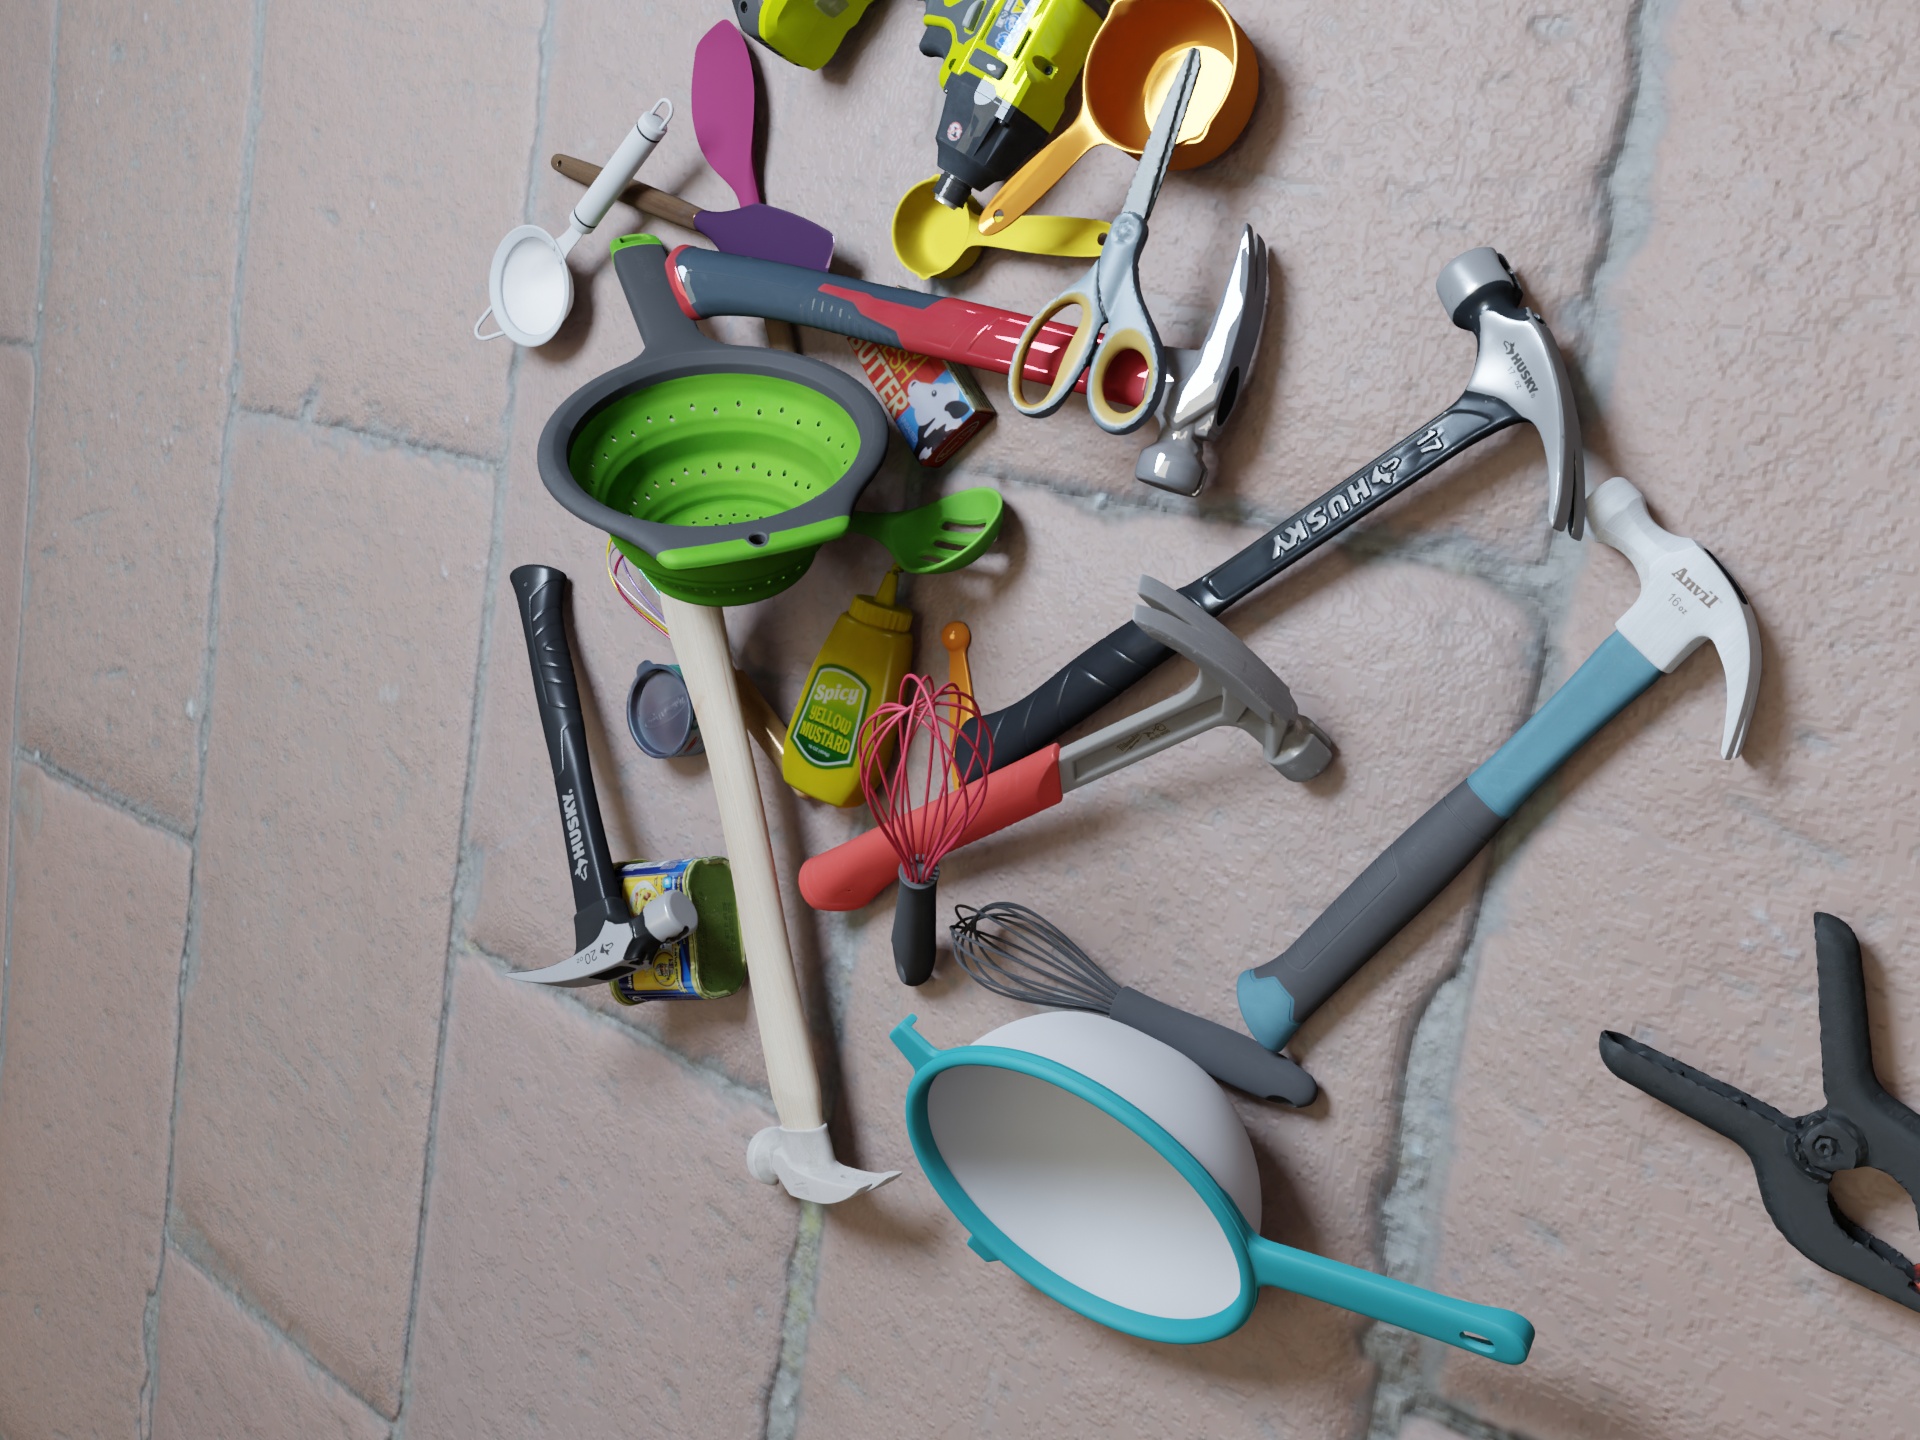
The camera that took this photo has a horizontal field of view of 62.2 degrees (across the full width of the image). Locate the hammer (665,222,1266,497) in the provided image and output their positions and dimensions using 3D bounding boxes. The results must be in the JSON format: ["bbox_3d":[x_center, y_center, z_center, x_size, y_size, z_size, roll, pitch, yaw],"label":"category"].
[{"bbox_3d":[-0.014,-0.245,0.925,0.386,0.038,0.143,21,95,28],"label":"hammer"}]

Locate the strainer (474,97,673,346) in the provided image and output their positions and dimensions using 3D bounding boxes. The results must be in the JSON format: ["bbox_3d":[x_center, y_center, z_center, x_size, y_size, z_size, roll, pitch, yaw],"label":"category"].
[{"bbox_3d":[-0.268,-0.347,1.124,0.258,0.050,0.087,-35,79,41],"label":"strainer"}]

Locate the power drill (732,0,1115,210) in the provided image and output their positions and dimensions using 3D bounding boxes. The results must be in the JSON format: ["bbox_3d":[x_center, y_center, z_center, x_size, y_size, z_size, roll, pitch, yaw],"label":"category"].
[{"bbox_3d":[-0.025,-0.415,0.934,0.223,0.080,0.171,39,106,26],"label":"power drill"}]

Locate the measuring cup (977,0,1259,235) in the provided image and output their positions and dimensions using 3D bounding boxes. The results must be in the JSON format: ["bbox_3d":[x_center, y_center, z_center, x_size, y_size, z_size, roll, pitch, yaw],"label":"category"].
[{"bbox_3d":[0.085,-0.319,0.870,0.173,0.052,0.095,-35,75,28],"label":"measuring cup"}]

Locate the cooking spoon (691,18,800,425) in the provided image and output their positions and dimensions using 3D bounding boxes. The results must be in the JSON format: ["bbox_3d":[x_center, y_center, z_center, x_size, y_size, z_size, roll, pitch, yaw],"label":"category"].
[{"bbox_3d":[-0.133,-0.314,1.059,0.069,0.017,0.319,-20,80,43],"label":"cooking spoon"}]

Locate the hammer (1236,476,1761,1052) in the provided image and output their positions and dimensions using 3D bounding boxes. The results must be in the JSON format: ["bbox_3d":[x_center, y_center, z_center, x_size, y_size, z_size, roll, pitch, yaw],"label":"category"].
[{"bbox_3d":[0.249,0.047,0.784,0.128,0.033,0.331,51,119,24],"label":"hammer"}]

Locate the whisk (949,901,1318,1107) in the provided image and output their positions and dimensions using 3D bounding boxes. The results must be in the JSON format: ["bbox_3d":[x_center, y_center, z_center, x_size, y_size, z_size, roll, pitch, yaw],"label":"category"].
[{"bbox_3d":[0.092,0.159,0.898,0.239,0.055,0.055,22,105,29],"label":"whisk"}]

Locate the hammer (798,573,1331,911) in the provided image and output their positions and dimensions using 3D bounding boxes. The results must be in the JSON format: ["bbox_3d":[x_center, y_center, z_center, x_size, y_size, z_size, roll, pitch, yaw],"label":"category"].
[{"bbox_3d":[0.023,0.038,0.908,0.359,0.149,0.037,-27,37,40],"label":"hammer"}]

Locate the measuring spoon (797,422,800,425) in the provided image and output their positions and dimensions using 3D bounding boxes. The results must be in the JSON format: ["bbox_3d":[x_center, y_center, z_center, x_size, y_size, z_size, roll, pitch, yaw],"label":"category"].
[{"bbox_3d":[-0.141,-0.188,1.064,0.124,0.018,0.034,4,88,42],"label":"measuring spoon"}]

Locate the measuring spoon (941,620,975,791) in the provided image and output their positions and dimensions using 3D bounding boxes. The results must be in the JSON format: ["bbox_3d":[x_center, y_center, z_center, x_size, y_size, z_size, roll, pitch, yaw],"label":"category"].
[{"bbox_3d":[-0.002,-0.003,0.979,0.021,0.011,0.117,-4,90,36],"label":"measuring spoon"}]

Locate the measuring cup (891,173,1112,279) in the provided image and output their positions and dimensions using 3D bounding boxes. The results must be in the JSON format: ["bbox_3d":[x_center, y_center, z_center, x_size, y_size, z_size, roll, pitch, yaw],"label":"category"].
[{"bbox_3d":[0.031,-0.286,0.938,0.156,0.029,0.062,13,101,28],"label":"measuring cup"}]

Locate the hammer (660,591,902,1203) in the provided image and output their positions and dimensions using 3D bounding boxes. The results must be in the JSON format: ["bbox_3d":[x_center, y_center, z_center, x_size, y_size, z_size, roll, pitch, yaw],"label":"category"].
[{"bbox_3d":[-0.127,0.101,1.014,0.146,0.038,0.410,-13,89,55],"label":"hammer"}]

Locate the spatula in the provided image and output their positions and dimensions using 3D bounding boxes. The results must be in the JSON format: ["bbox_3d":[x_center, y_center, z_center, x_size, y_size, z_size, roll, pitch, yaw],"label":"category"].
[{"bbox_3d":[-0.192,-0.345,1.087,0.316,0.018,0.059,33,114,36],"label":"spatula"}]

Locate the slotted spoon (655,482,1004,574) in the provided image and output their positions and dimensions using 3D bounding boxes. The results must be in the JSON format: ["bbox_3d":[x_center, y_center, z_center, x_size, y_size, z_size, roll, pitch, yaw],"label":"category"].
[{"bbox_3d":[-0.094,-0.134,1.029,0.314,0.031,0.070,14,60,39],"label":"slotted spoon"}]

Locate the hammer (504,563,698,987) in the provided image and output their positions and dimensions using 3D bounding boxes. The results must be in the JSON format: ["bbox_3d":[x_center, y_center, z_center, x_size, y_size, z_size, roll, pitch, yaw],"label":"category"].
[{"bbox_3d":[-0.281,0.030,1.127,0.146,0.035,0.335,-30,61,22],"label":"hammer"}]

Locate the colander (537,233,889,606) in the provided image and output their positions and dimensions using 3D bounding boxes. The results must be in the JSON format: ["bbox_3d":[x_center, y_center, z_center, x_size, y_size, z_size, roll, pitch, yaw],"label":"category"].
[{"bbox_3d":[-0.170,-0.188,1.014,0.398,0.204,0.094,-116,19,-44],"label":"colander"}]

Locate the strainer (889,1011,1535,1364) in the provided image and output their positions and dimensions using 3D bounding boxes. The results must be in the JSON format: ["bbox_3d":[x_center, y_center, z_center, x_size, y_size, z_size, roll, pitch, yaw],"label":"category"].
[{"bbox_3d":[0.133,0.236,0.824,0.340,0.095,0.210,8,129,34],"label":"strainer"}]

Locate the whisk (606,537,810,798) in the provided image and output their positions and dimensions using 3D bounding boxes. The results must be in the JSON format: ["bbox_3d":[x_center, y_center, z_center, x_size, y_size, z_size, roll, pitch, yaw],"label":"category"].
[{"bbox_3d":[-0.170,-0.041,1.085,0.047,0.051,0.245,-37,72,-5],"label":"whisk"}]

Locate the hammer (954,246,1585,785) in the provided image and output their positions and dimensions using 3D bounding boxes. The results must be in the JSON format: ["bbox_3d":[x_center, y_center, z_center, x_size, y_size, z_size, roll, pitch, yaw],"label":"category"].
[{"bbox_3d":[0.141,-0.066,0.847,0.409,0.036,0.149,-36,58,34],"label":"hammer"}]

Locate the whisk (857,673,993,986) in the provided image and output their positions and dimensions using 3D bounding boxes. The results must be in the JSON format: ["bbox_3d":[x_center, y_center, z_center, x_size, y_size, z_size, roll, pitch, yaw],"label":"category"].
[{"bbox_3d":[-0.023,0.074,0.891,0.073,0.073,0.295,45,153,26],"label":"whisk"}]
